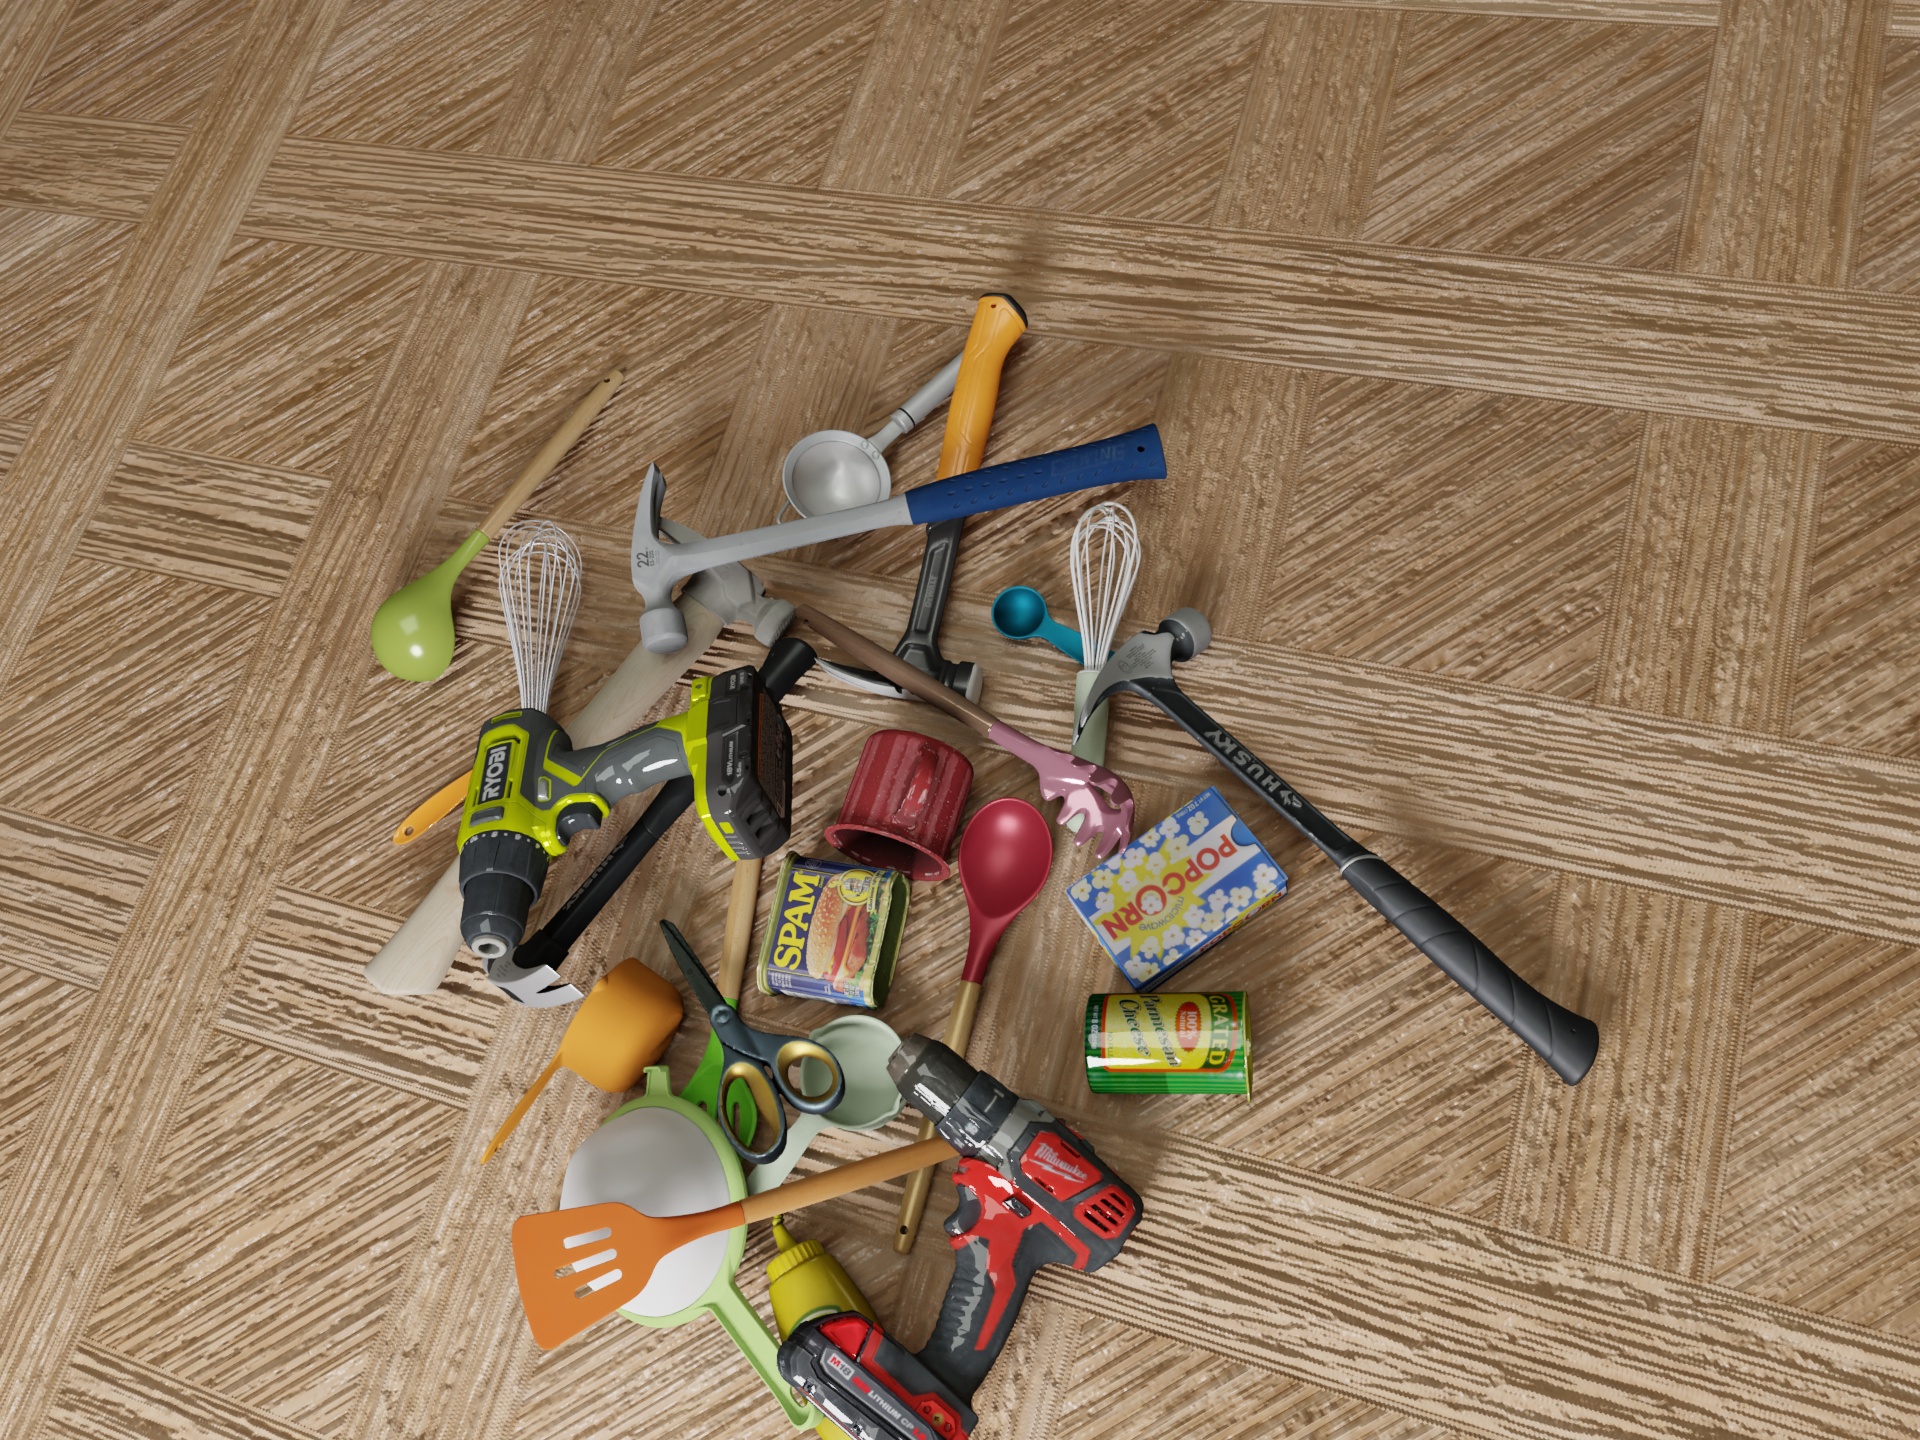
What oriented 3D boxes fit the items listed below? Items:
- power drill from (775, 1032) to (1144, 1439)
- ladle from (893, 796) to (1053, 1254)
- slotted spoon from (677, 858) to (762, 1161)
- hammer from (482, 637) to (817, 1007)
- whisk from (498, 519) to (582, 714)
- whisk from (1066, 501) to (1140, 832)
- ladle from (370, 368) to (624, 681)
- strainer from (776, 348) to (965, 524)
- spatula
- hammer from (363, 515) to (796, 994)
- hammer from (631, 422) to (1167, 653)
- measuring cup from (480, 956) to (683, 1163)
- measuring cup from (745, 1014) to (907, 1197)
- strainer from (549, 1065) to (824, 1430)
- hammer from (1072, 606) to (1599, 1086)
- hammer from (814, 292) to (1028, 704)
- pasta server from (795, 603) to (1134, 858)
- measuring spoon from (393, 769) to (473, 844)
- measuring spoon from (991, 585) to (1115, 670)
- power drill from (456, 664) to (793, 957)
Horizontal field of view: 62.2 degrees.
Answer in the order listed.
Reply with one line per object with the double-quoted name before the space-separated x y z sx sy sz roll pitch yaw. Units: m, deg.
"power drill" -0.017 0.324 0.980 0.188 0.080 0.227 39 66 5
"ladle" 0.002 0.205 1.092 0.069 0.031 0.315 10 73 19
"slotted spoon" -0.162 0.175 1.144 0.070 0.031 0.314 -2 67 18
"hammer" -0.218 0.070 1.166 0.335 0.035 0.146 -51 24 -16
"whisk" -0.336 -0.027 1.253 0.070 0.070 0.285 -6 72 12
"whisk" 0.096 -0.040 1.147 0.059 0.057 0.246 -4 75 40
"ladle" -0.378 -0.168 1.333 0.078 0.062 0.320 26 70 23
"strainer" -0.051 -0.233 1.272 0.087 0.050 0.258 45 78 2
"spatula" -0.118 0.307 1.012 0.322 0.041 0.081 -12 67 -22
"hammer" -0.307 0.029 1.199 0.146 0.038 0.411 37 78 6
"hammer" -0.050 -0.162 1.189 0.405 0.035 0.144 -13 73 3
"measuring cup" -0.253 0.243 1.086 0.052 0.095 0.174 30 53 9
"measuring cup" -0.097 0.277 1.083 0.083 0.038 0.167 37 83 24
"strainer" -0.184 0.356 1.022 0.257 0.069 0.151 41 103 31
"hammer" 0.248 0.085 1.051 0.149 0.036 0.409 -32 65 -35
"hammer" -0.012 -0.178 1.230 0.127 0.034 0.337 9 76 16
"pasta server" -0.002 -0.004 1.133 0.316 0.060 0.040 32 45 23
"measuring spoon" -0.401 0.062 1.260 0.117 0.011 0.021 -38 65 1
"measuring spoon" 0.081 -0.056 1.185 0.129 0.021 0.042 32 80 14
"power drill" -0.235 0.059 1.083 0.228 0.080 0.191 -14 47 10
